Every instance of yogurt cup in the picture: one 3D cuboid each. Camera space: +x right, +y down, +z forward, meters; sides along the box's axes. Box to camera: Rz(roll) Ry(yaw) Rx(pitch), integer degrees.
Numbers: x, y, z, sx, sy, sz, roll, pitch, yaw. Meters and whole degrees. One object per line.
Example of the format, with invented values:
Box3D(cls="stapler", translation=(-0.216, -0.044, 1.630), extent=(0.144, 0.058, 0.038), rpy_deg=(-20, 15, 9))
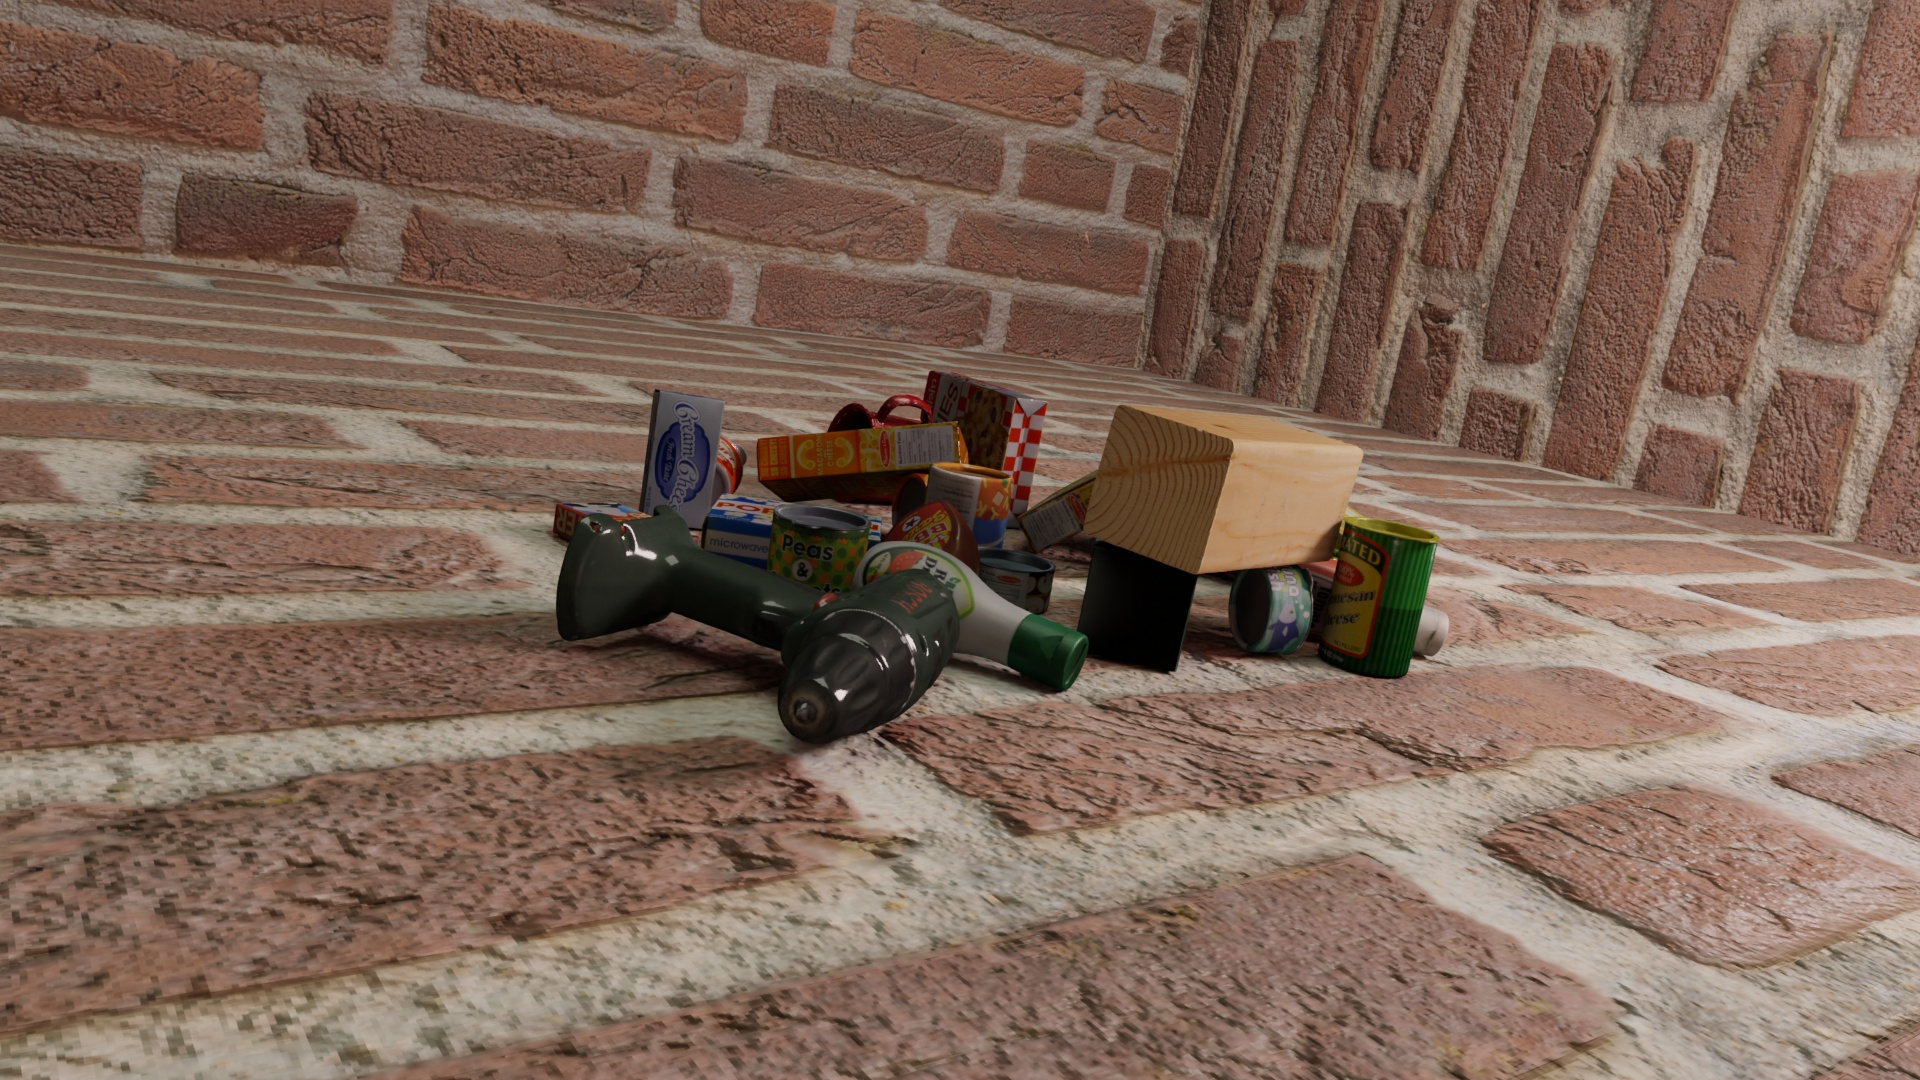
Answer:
Box3D(cls="yogurt cup", translation=(-0.213, -0.052, 1.136), extent=(0.072, 0.072, 0.054), rpy_deg=(8, 20, -9))

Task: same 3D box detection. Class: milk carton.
Box3D(cls="milk carton", translation=(0.128, 0.029, 0.991), extent=(0.072, 0.073, 0.191), rpy_deg=(12, 12, 7))

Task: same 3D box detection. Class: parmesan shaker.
Box3D(cls="parmesan shaker", translation=(0.301, 0.041, 0.998), extent=(0.071, 0.102, 0.071), rpy_deg=(9, 11, -2))

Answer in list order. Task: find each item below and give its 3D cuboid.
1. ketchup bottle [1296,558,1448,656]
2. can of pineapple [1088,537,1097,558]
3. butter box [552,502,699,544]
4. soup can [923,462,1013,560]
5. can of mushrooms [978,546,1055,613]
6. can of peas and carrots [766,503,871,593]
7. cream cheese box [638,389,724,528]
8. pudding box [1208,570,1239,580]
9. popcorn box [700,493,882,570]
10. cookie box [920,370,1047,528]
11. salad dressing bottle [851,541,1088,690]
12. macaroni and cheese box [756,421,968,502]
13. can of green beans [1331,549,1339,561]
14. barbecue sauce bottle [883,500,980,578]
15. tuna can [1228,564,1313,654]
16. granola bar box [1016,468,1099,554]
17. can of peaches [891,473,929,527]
Box3D(cls="ketchup bottle", translation=(0.295, 0.050, 1.061), extent=(0.149, 0.064, 0.044), rpy_deg=(17, 24, -3))
Box3D(cls="can of pineapple", translation=(0.152, 0.002, 1.159), extent=(0.058, 0.071, 0.071), rpy_deg=(1, 14, -38))
Box3D(cls="butter box", translation=(-0.237, -0.004, 0.980), extent=(0.103, 0.024, 0.053), rpy_deg=(19, 14, 39))
Box3D(cls="soup can", translation=(0.004, -0.013, 1.069), extent=(0.071, 0.083, 0.071), rpy_deg=(9, 11, -2))
Box3D(cls="can of mushrooms", translation=(0.036, 0.029, 1.018), extent=(0.071, 0.033, 0.071), rpy_deg=(8, 12, -2))
Box3D(cls="can of peas and carrots", translation=(-0.097, 0.012, 0.932), extent=(0.071, 0.058, 0.071), rpy_deg=(9, 12, -2))
Box3D(cls="cream cheese box", translation=(-0.217, -0.063, 1.081), extent=(0.053, 0.103, 0.024), rpy_deg=(6, 5, -23))
Box3D(cls="pudding box", translation=(0.254, 0.015, 1.261), extent=(0.050, 0.030, 0.084), rpy_deg=(16, 13, 33))
Box3D(cls="popcorn box", translation=(-0.122, -0.001, 1.019), extent=(0.127, 0.038, 0.085), rpy_deg=(9, 11, -4))
Box3D(cls="cookie box", translation=(0.013, -0.092, 1.353), extent=(0.040, 0.122, 0.167), rpy_deg=(4, 13, -31))
Box3D(cls="salad dressing bottle", translation=(0.005, 0.047, 0.852), extent=(0.148, 0.064, 0.044), rpy_deg=(22, -19, 21))
Box3D(cls="macaroni and cheese box", translation=(-0.079, -0.066, 1.183), extent=(0.166, 0.040, 0.123), rpy_deg=(-4, -7, 3))
Box3D(cls="can of green beans", translation=(0.274, 0.033, 1.123), extent=(0.071, 0.057, 0.071), rpy_deg=(9, 12, -2))
Box3D(cls="barbecue sauce bottle", translation=(-0.014, 0.021, 0.961), extent=(0.065, 0.043, 0.149), rpy_deg=(-35, 23, 3))
Box3D(cls="tuna can", translation=(0.221, 0.046, 0.991), extent=(0.033, 0.071, 0.071), rpy_deg=(5, 12, -17))
Box3D(cls="granola bar box", translation=(0.129, -0.043, 1.259), extent=(0.124, 0.039, 0.166), rpy_deg=(-27, 2, 17))
Box3D(cls="can of peaches", translation=(-0.016, -0.023, 1.133), extent=(0.058, 0.071, 0.071), rpy_deg=(1, 14, -31))
